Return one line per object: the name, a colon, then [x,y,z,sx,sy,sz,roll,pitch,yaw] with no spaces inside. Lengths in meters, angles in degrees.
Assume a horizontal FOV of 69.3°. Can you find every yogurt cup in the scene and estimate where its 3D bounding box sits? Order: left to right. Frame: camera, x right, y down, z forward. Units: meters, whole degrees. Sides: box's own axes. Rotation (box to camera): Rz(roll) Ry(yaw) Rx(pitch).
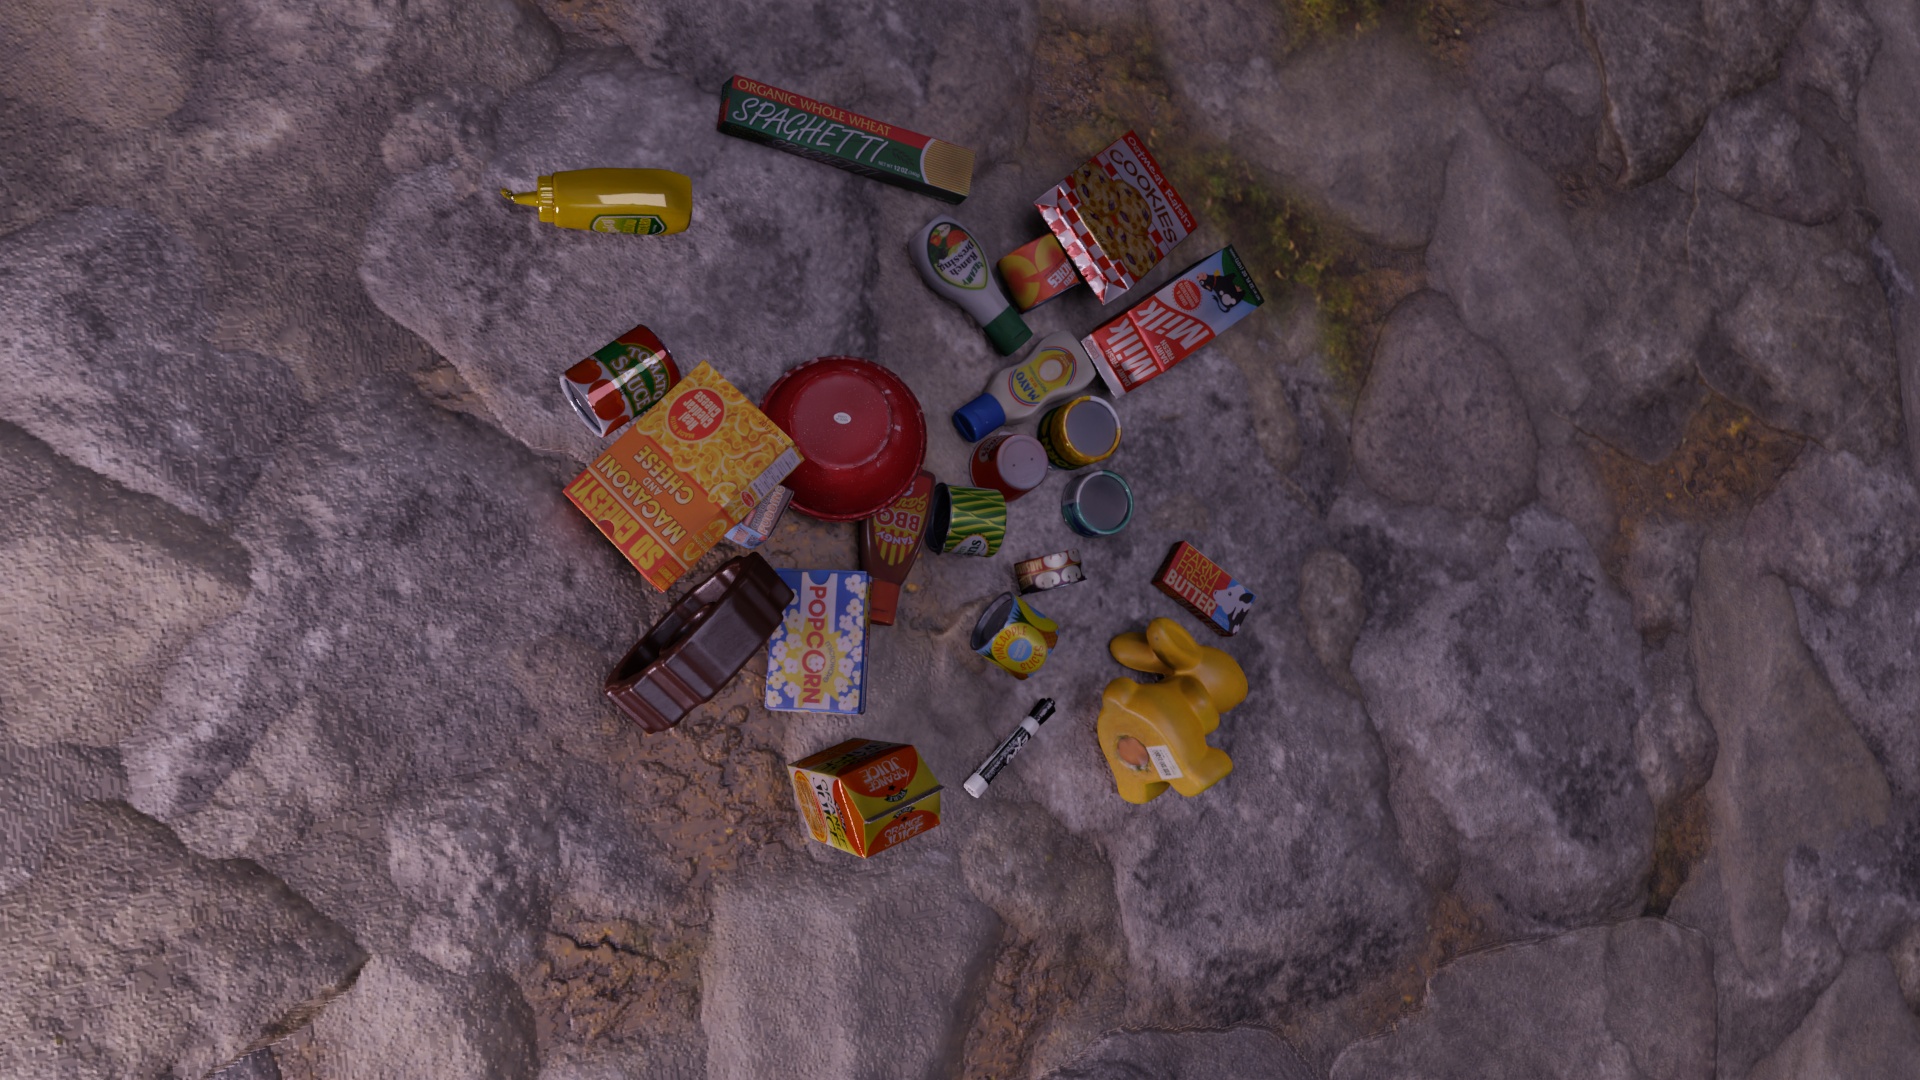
yogurt cup: [0.050,-0.072,1.342,0.072,0.054,0.072,2,84,-22]

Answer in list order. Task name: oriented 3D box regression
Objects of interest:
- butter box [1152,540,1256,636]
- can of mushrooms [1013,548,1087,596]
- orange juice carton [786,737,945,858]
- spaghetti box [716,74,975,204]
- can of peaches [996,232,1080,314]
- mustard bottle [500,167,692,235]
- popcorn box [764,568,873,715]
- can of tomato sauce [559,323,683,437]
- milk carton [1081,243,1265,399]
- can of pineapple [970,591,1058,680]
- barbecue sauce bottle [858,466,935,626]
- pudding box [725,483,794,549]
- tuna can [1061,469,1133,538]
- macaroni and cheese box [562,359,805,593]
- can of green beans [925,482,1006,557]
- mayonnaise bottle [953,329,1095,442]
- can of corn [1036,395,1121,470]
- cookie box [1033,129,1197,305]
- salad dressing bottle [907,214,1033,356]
butter box: [0.250,0.050,1.426,0.103,0.024,0.053,36,71,-15]
can of mushrooms: [0.084,0.031,1.337,0.071,0.071,0.033,-14,89,-23]
orange juice carton: [-0.079,0.217,1.180,0.072,0.192,0.073,-19,93,-24]
spaghetti box: [-0.106,-0.381,1.327,0.250,0.028,0.050,12,79,-21]
can of peaches: [0.078,-0.264,1.367,0.071,0.071,0.058,-29,94,-22]
mustard bottle: [-0.317,-0.296,1.214,0.160,0.065,0.049,-3,80,-17]
popcorn box: [-0.125,0.090,1.241,0.085,0.038,0.127,2,82,8]
can of tomato sauce: [-0.292,-0.137,1.200,0.083,0.071,0.071,-37,99,-21]
milk carton: [0.209,-0.220,1.414,0.191,0.073,0.072,-36,98,-22]
can of pineapple: [0.052,0.091,1.315,0.058,0.071,0.071,35,73,-15]
barbecue sauce bottle: [-0.066,0.004,1.291,0.065,0.043,0.149,14,79,-16]
pudding box: [-0.178,-0.023,1.226,0.030,0.083,0.050,29,75,-14]
tuna can: [0.139,-0.035,1.385,0.071,0.032,0.071,3,83,-22]
macaroni and cheese box: [-0.236,-0.057,1.182,0.167,0.040,0.124,-45,67,-10]
can of green beans: [0.005,-0.019,1.310,0.058,0.071,0.071,7,82,-22]
mayonnaise bottle: [0.060,-0.147,1.361,0.148,0.041,0.064,-35,91,-23]
can of corn: [0.116,-0.104,1.370,0.071,0.058,0.071,3,83,-22]
cookie box: [0.160,-0.327,1.394,0.123,0.040,0.168,54,47,-9]
salad dressing bottle: [0.012,-0.247,1.352,0.064,0.044,0.147,-44,101,-18]
